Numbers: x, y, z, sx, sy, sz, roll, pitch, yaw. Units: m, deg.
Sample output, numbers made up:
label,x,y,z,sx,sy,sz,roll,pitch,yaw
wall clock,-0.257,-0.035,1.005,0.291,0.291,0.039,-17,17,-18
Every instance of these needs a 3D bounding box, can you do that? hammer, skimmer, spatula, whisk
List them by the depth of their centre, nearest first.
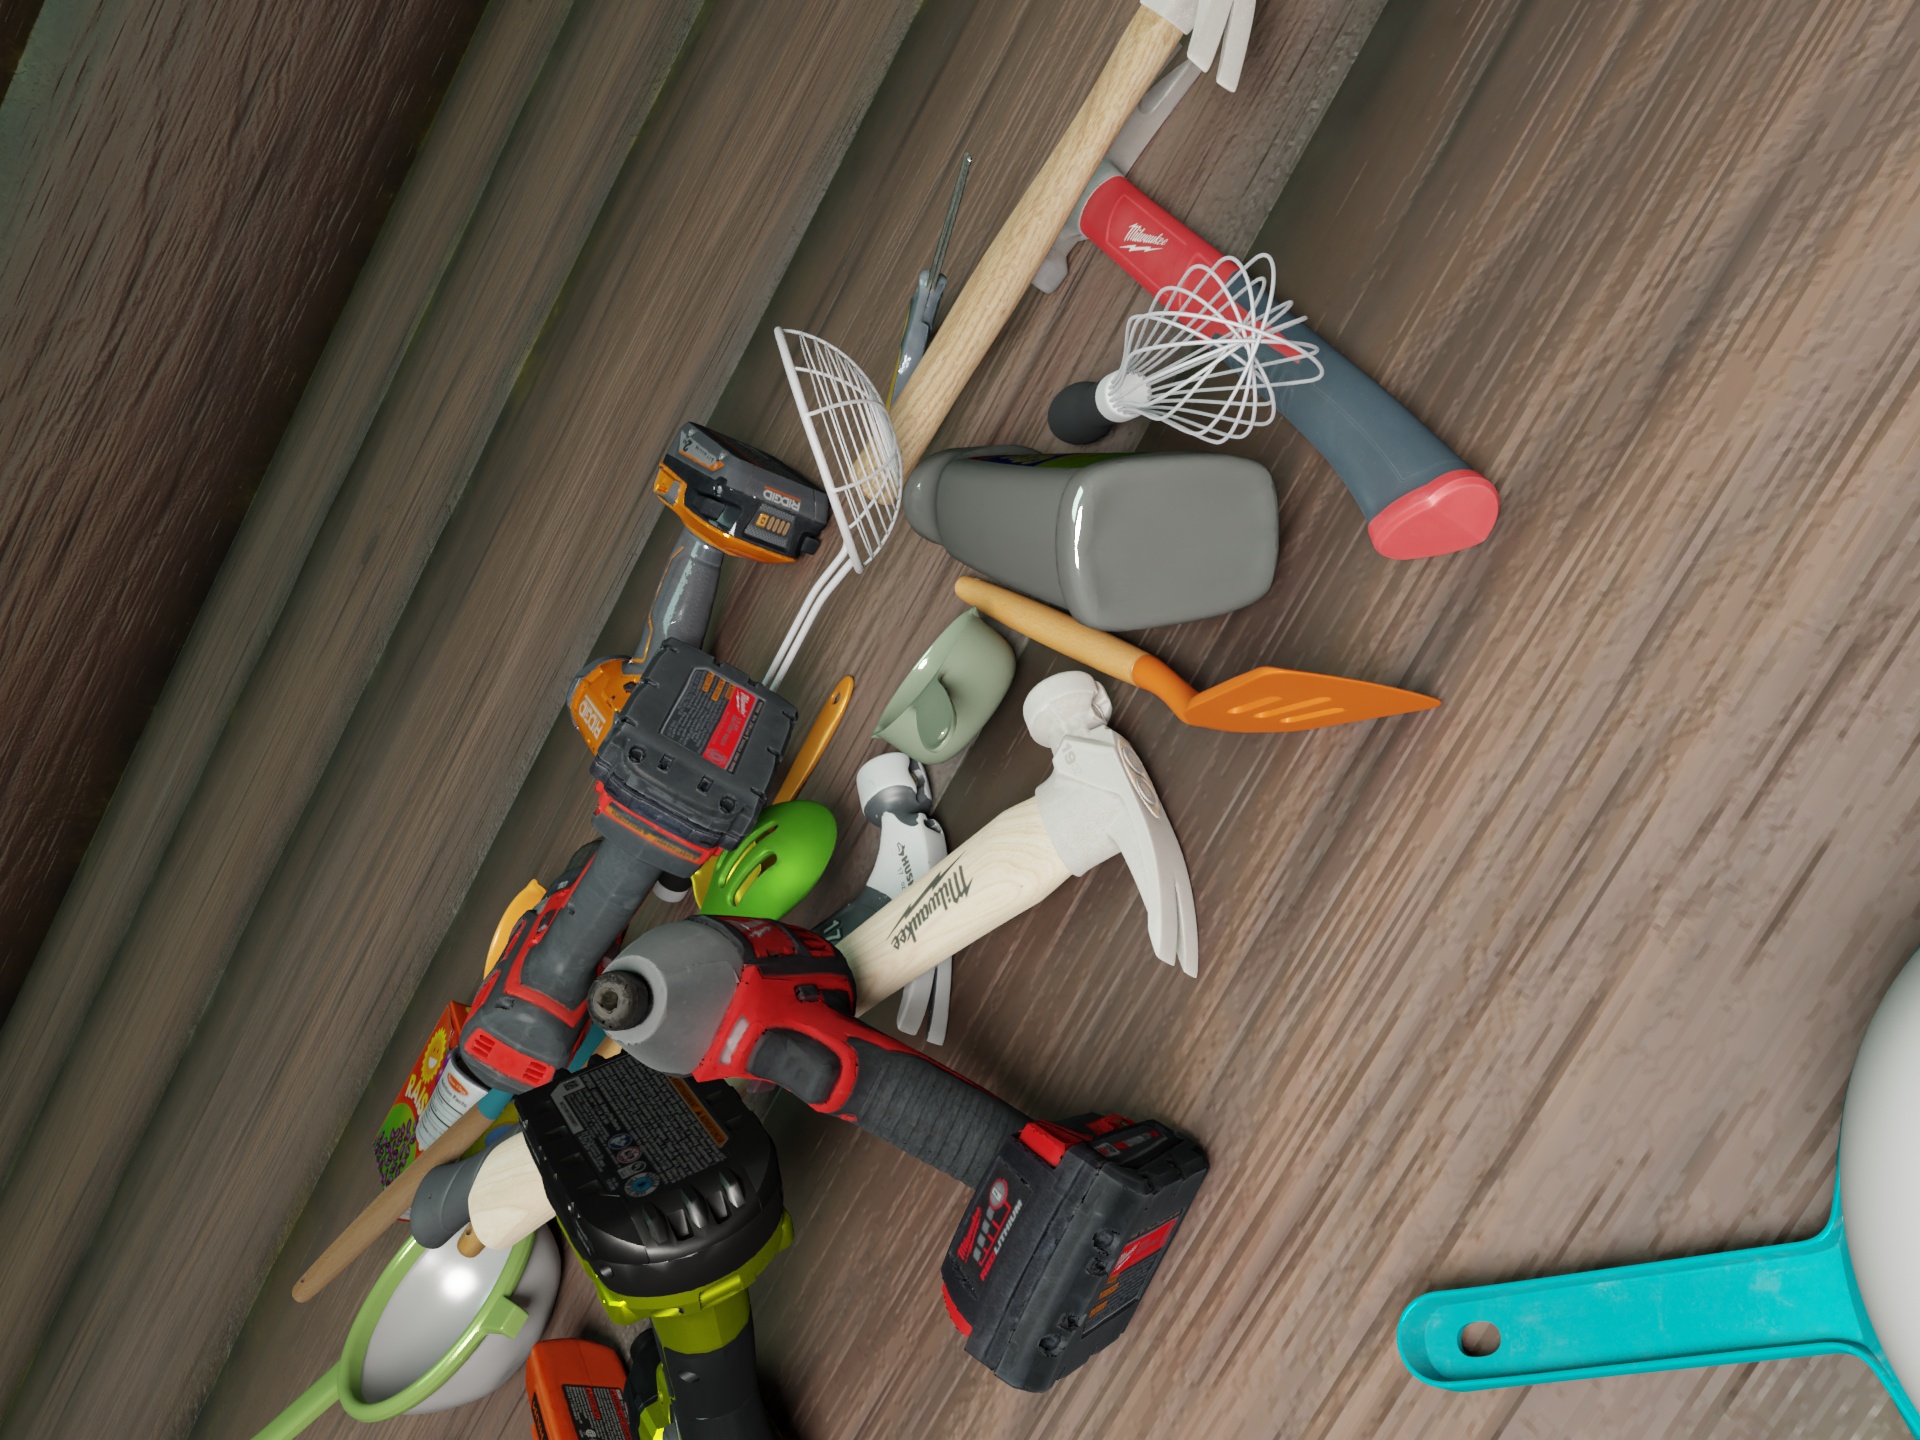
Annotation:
label,x,y,z,sx,sy,sz,roll,pitch,yaw
whisk,0.080,-0.143,0.680,0.285,0.070,0.070,-155,89,-79
spatula,0.072,-0.036,0.698,0.323,0.081,0.041,32,111,60
hammer,0.132,-0.196,0.719,0.143,0.038,0.387,-51,37,18
hammer,-0.077,0.146,0.725,0.410,0.038,0.146,-36,49,20
hammer,0.038,-0.250,0.808,0.331,0.031,0.130,-55,36,22
hammer,-0.158,0.182,0.840,0.409,0.036,0.149,-37,46,24
skimmer,-0.126,-0.038,0.868,0.363,0.090,0.127,-60,32,30
spatula,-0.293,0.256,0.960,0.317,0.044,0.082,-43,36,13

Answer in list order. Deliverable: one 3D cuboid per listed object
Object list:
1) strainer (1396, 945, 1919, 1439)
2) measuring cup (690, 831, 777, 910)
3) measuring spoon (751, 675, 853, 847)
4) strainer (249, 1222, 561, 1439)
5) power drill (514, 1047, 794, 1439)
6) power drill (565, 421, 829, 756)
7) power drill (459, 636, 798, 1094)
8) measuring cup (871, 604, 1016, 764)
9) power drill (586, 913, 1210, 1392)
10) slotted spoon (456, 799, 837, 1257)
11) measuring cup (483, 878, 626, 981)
label,x,y,z,sx,sy,sz,roll,pitch,yaw
strainer,0.226,0.118,0.359,0.340,0.095,0.211,-28,50,40
measuring cup,-0.123,0.135,0.885,0.062,0.029,0.156,-9,76,42
measuring spoon,-0.093,0.024,0.913,0.117,0.011,0.021,-60,35,10
strainer,-0.319,0.377,0.921,0.256,0.069,0.152,-41,25,7
power drill,-0.118,0.254,0.673,0.171,0.080,0.223,30,133,54
power drill,-0.169,-0.060,1.007,0.164,0.084,0.226,41,108,54
power drill,-0.175,0.068,0.837,0.226,0.080,0.188,-54,12,28
measuring cup,-0.001,-0.002,0.732,0.083,0.038,0.168,-51,12,8
power drill,-0.031,0.141,0.584,0.220,0.143,0.078,28,93,24
slotted spoon,-0.169,0.162,0.817,0.313,0.031,0.070,-52,40,11
measuring cup,-0.237,0.148,1.000,0.173,0.052,0.095,-15,59,46
